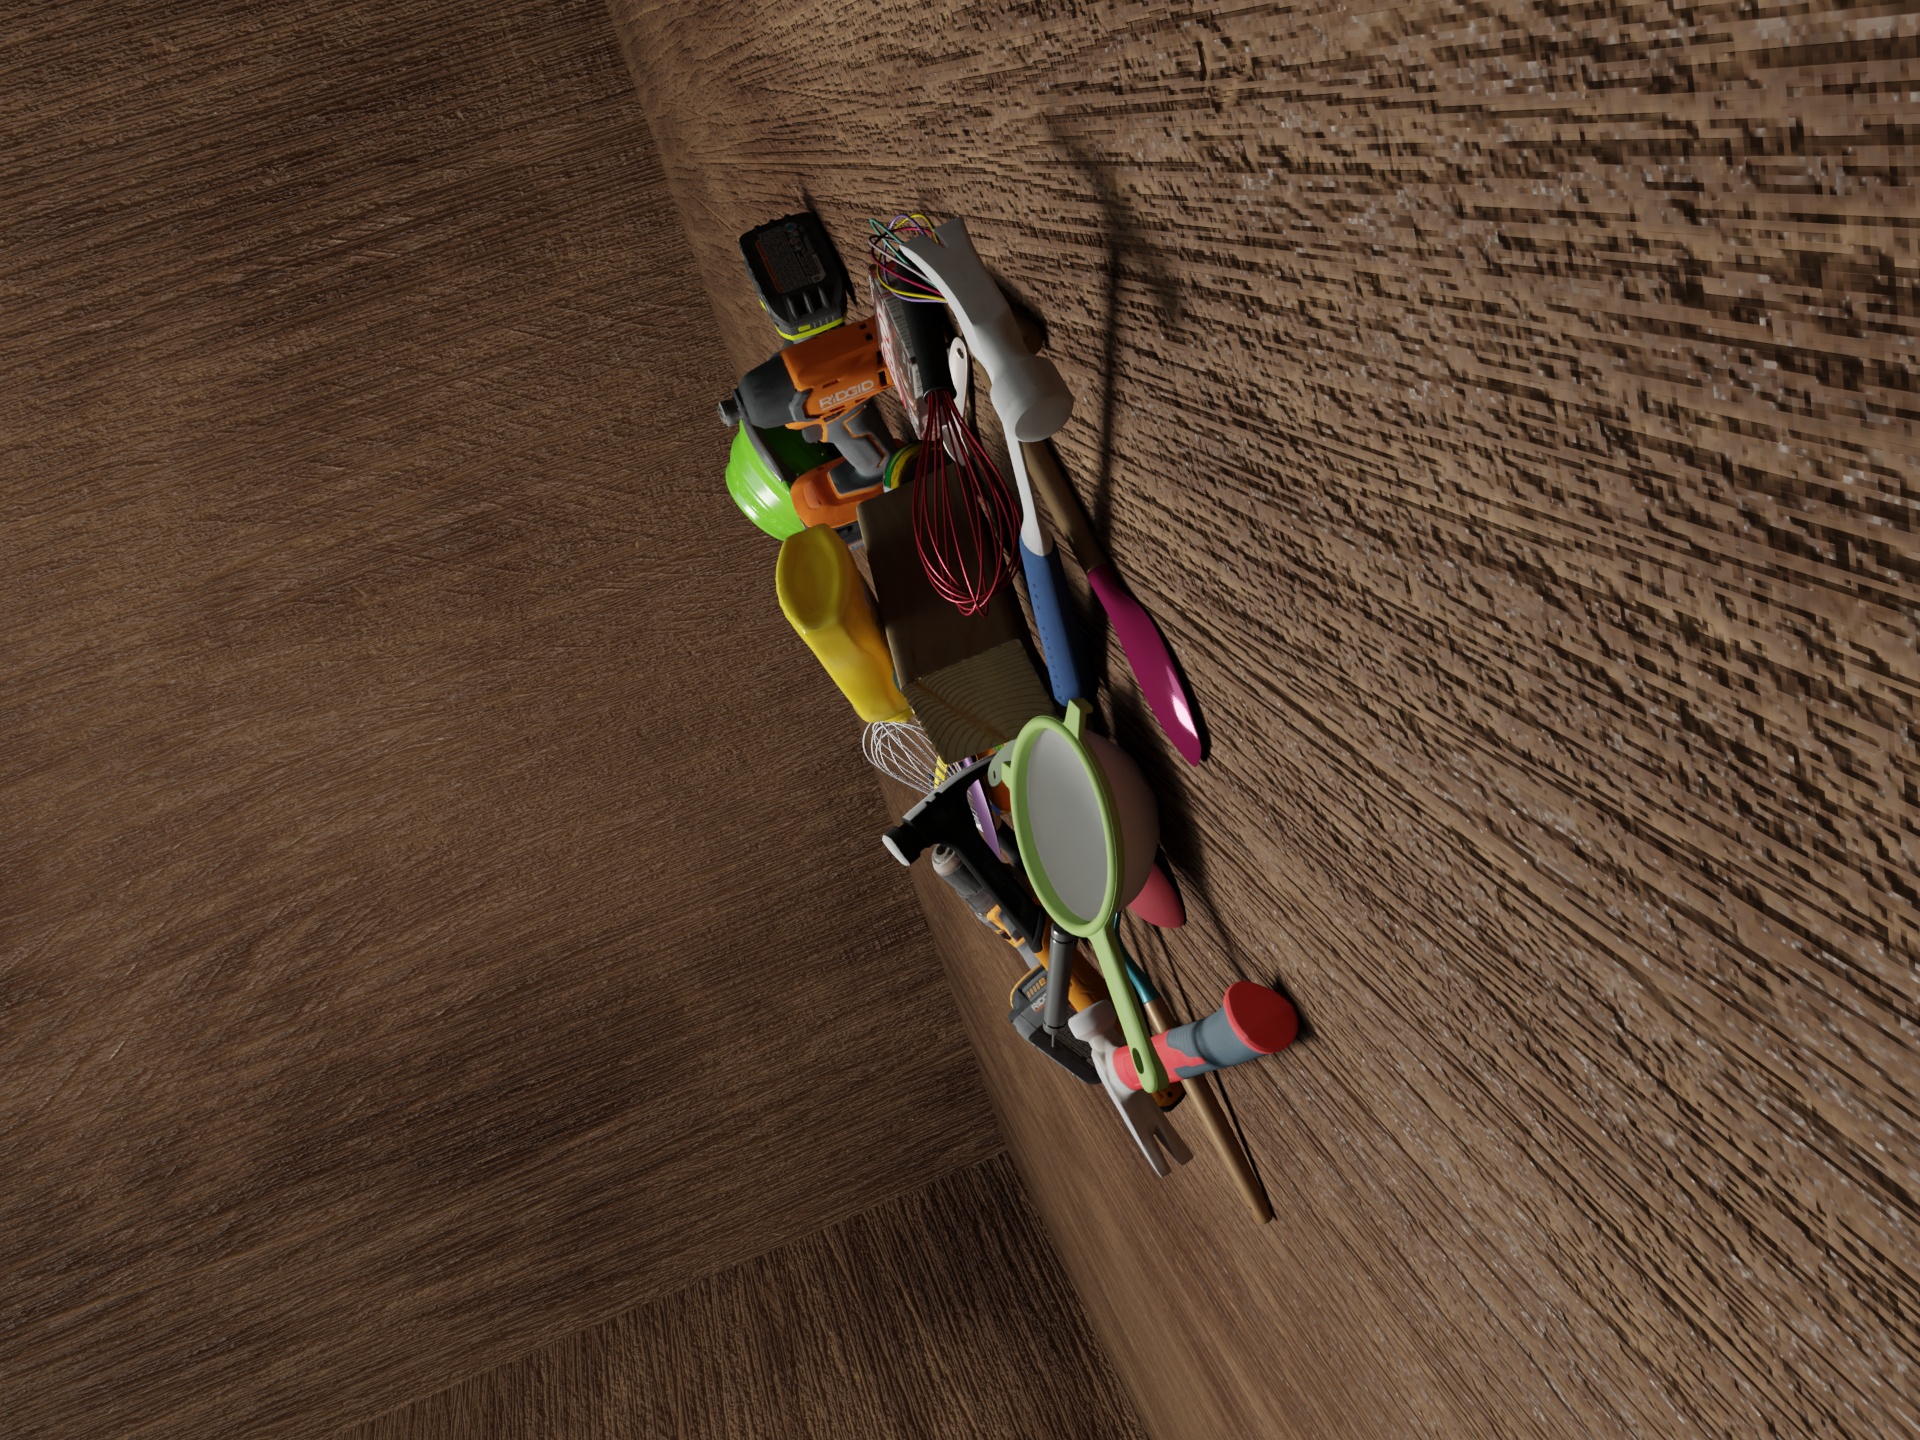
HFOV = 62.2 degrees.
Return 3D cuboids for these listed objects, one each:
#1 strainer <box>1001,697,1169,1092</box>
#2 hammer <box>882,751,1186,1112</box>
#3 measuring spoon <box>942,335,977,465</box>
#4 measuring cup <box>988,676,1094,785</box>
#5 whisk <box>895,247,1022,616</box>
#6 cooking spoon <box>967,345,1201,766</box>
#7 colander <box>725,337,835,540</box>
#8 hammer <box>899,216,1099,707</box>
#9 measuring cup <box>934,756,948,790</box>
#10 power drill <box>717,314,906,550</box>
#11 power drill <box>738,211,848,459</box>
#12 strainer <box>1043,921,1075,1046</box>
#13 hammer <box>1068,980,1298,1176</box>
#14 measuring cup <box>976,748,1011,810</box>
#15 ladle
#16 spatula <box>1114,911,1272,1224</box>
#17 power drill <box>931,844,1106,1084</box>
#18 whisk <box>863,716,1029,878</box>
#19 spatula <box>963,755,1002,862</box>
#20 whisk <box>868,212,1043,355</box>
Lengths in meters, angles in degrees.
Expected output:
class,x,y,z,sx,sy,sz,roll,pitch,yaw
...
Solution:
class,x,y,z,sx,sy,sz,roll,pitch,yaw
strainer,0.110,0.114,1.057,0.151,0.069,0.256,132,123,-63
hammer,0.084,0.186,1.315,0.336,0.127,0.034,53,168,-9
measuring spoon,0.003,-0.233,1.153,0.034,0.018,0.124,47,157,24
measuring cup,0.059,0.019,1.202,0.167,0.038,0.083,129,133,-66
whisk,-0.010,-0.202,1.067,0.073,0.073,0.296,87,173,-67
cooking spoon,0.072,-0.111,0.964,0.068,0.017,0.319,84,163,-66
colander,-0.188,-0.311,1.717,0.204,0.094,0.398,31,-149,-34
hammer,0.041,-0.116,0.915,0.405,0.035,0.144,68,177,-63
measuring cup,0.002,0.006,1.516,0.062,0.029,0.156,-126,42,-52
power drill,-0.114,-0.242,1.383,0.226,0.164,0.084,78,168,-60
power drill,-0.140,-0.362,1.568,0.228,0.080,0.191,76,171,-59
strainer,0.082,0.156,1.234,0.087,0.050,0.258,-95,6,-57
hammer,0.161,0.243,1.095,0.143,0.038,0.386,60,165,10
measuring cup,0.055,0.064,1.427,0.174,0.052,0.095,-117,9,-49
ladle,0.090,0.030,1.203,0.069,0.031,0.316,83,166,-51
spatula,0.168,0.231,1.210,0.317,0.044,0.082,63,170,6
power drill,0.064,0.208,1.463,0.185,0.084,0.226,42,-170,-33
whisk,0.007,0.077,1.509,0.284,0.070,0.070,45,-173,-34
spatula,-0.002,-0.004,1.407,0.060,0.018,0.315,-127,20,-67
whisk,-0.006,-0.276,0.998,0.051,0.047,0.245,60,175,-37
